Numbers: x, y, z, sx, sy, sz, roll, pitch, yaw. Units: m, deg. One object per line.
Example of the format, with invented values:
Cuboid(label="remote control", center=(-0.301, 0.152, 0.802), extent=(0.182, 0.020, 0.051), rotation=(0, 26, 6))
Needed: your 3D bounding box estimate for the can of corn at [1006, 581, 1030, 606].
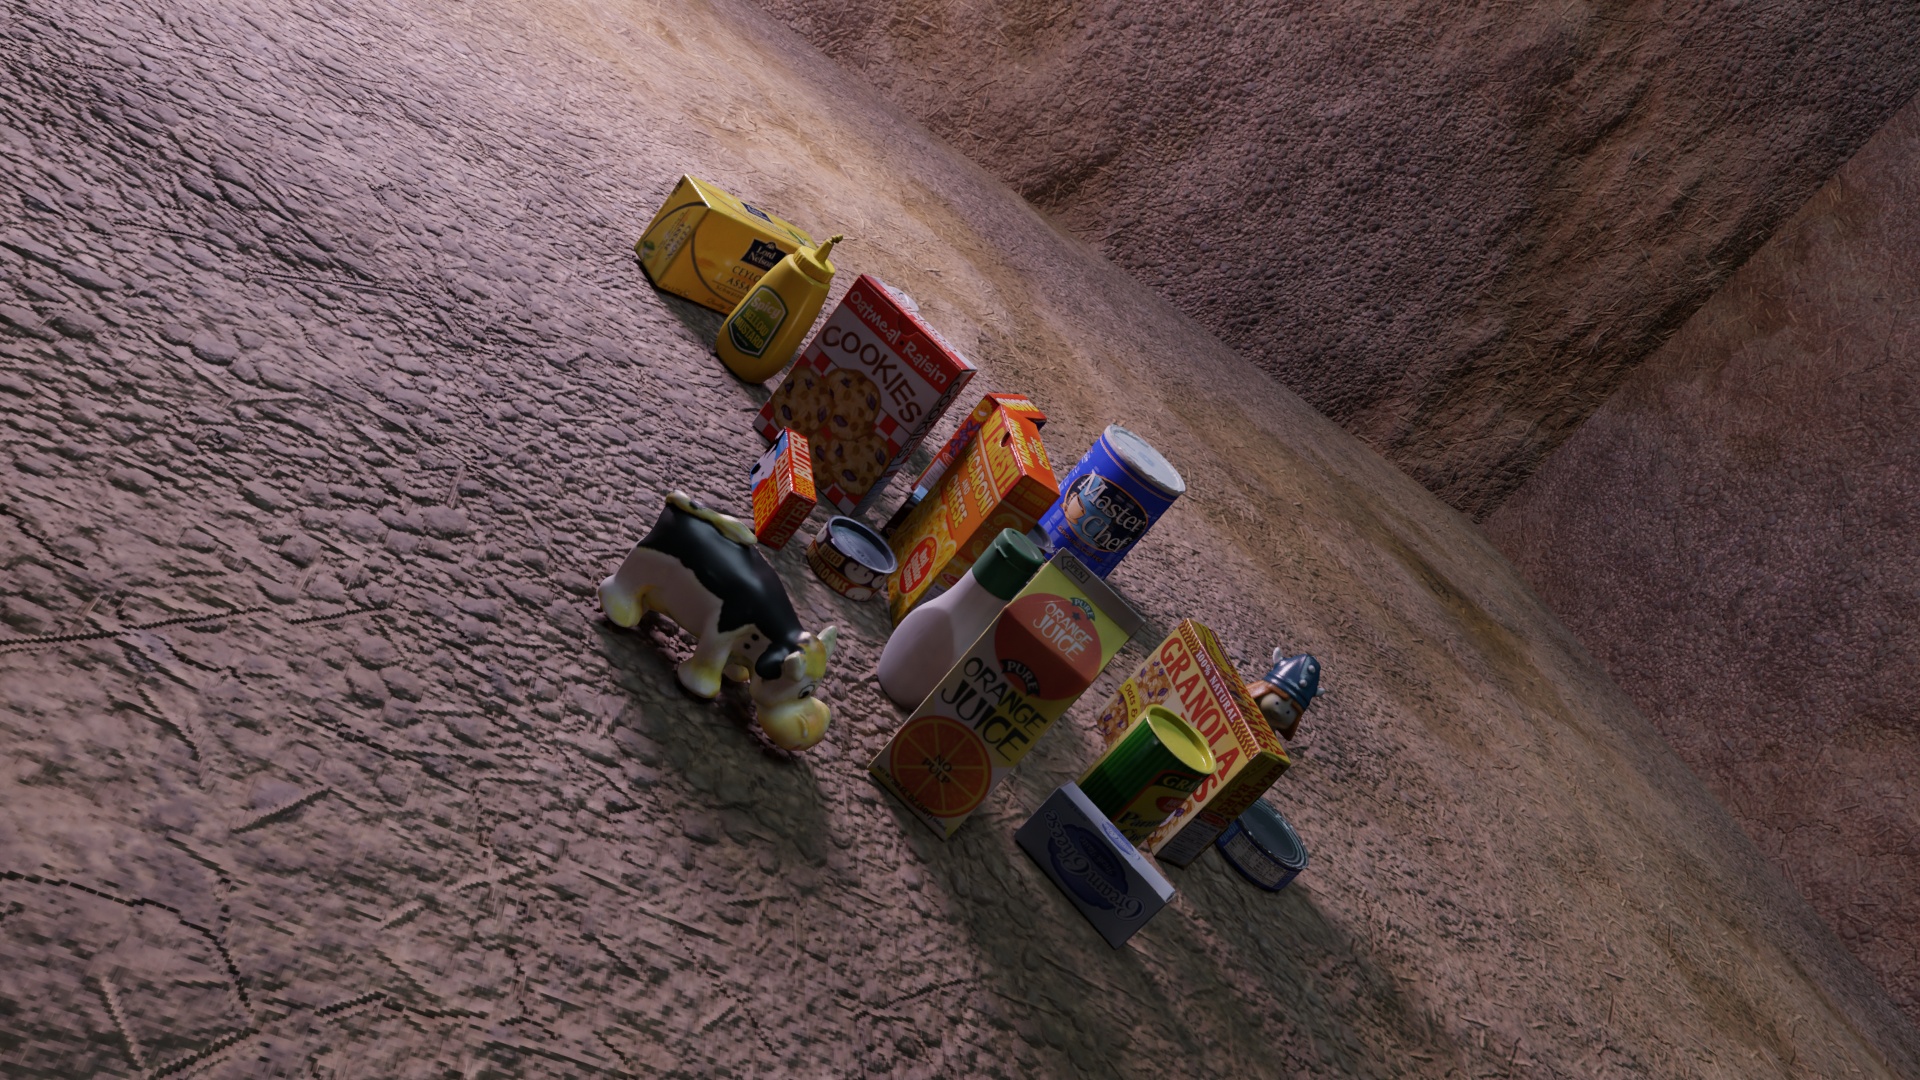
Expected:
Cuboid(label="can of corn", center=(0.043, 0.071, 1.154), extent=(0.071, 0.058, 0.071), rotation=(34, 21, -15))

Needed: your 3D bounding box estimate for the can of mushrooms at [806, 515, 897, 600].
Cuboid(label="can of mushrooms", center=(-0.087, 0.014, 1.087), extent=(0.071, 0.033, 0.071), rotation=(34, 21, -15))

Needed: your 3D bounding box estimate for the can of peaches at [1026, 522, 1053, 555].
Cuboid(label="can of peaches", center=(0.043, 0.007, 1.287), extent=(0.071, 0.058, 0.071), rotation=(34, 21, -15))

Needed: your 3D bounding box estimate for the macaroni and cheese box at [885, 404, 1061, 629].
Cuboid(label="macaroni and cheese box", center=(0.004, -0.014, 1.109), extent=(0.040, 0.166, 0.124), rotation=(31, 22, -23))

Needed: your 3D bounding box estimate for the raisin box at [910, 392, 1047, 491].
Cuboid(label="raisin box", center=(0.019, -0.084, 1.341), extent=(0.040, 0.123, 0.086), rotation=(46, 21, 17))

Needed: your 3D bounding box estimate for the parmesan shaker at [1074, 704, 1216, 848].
Cuboid(label="parmesan shaker", center=(0.130, 0.179, 1.017), extent=(0.071, 0.102, 0.071), rotation=(34, 21, -15))

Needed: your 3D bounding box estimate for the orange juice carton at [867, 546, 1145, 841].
Cuboid(label="orange juice carton", center=(0.032, 0.096, 0.895), extent=(0.072, 0.192, 0.073), rotation=(42, 20, 6))

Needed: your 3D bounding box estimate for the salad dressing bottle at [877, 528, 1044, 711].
Cuboid(label="salad dressing bottle", center=(0.001, 0.056, 0.986), extent=(0.044, 0.147, 0.064), rotation=(9, 36, -55))

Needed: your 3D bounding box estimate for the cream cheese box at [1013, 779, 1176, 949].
Cuboid(label="cream cheese box", center=(0.090, 0.218, 0.938), extent=(0.104, 0.053, 0.024), rotation=(46, 21, 16))

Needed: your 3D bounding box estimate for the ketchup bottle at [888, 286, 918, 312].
Cuboid(label="ketchup bottle", center=(-0.095, -0.164, 1.276), extent=(0.043, 0.148, 0.065), rotation=(31, 22, -22))

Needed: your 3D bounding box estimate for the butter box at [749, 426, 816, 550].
Cuboid(label="butter box", center=(-0.139, -0.041, 1.084), extent=(0.024, 0.053, 0.104), rotation=(29, 23, -26))

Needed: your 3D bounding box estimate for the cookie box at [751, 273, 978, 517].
Cuboid(label="cookie box", center=(-0.083, -0.122, 1.183), extent=(0.123, 0.167, 0.040), rotation=(44, 20, 11))

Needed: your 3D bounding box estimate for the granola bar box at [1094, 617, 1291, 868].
Cuboid(label="granola bar box", center=(0.182, 0.160, 1.115), extent=(0.039, 0.124, 0.166), rotation=(28, 23, -29))

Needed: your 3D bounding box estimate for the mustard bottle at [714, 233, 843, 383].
Cuboid(label="mustard bottle", center=(-0.158, -0.218, 1.261), extent=(0.065, 0.159, 0.049), rotation=(45, 21, 14))

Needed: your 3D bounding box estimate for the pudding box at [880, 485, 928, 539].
Cuboid(label="pudding box", center=(-0.021, -0.003, 1.210), extent=(0.083, 0.049, 0.030), rotation=(38, 20, -4))
